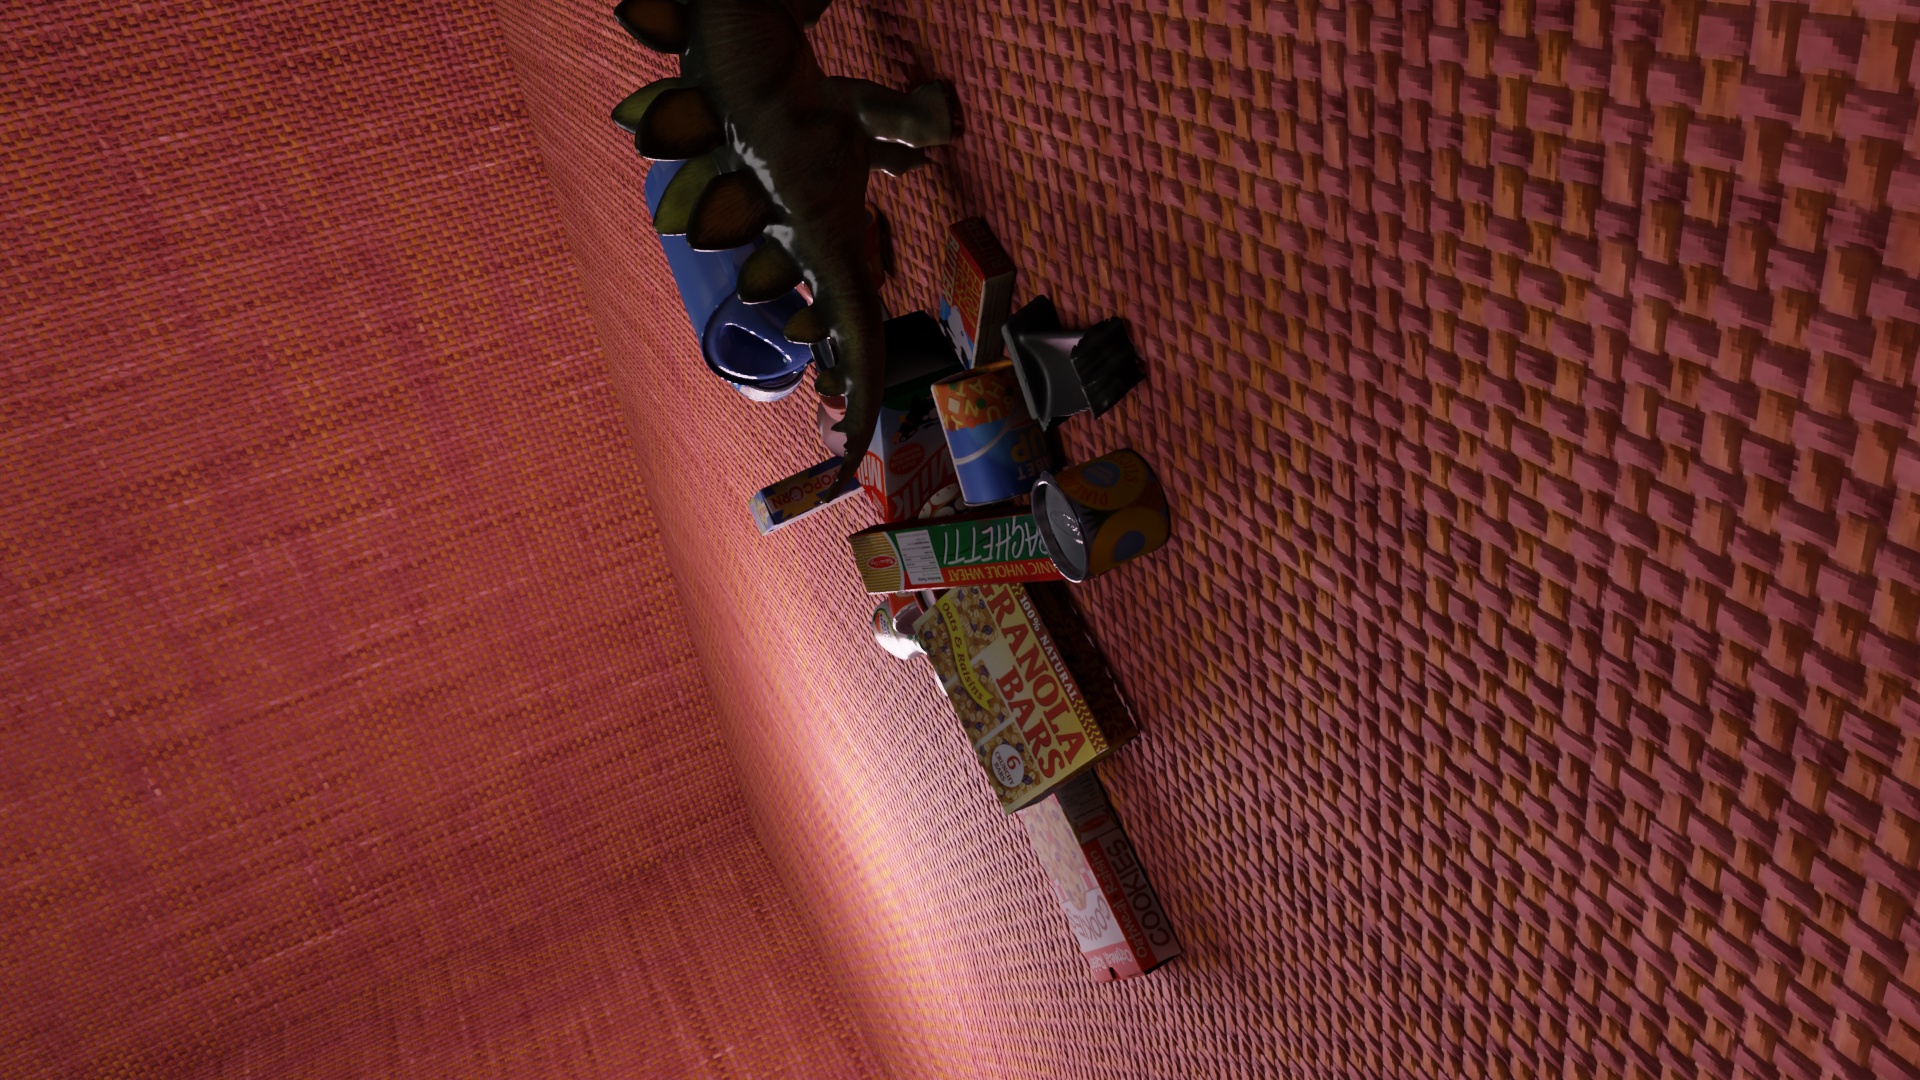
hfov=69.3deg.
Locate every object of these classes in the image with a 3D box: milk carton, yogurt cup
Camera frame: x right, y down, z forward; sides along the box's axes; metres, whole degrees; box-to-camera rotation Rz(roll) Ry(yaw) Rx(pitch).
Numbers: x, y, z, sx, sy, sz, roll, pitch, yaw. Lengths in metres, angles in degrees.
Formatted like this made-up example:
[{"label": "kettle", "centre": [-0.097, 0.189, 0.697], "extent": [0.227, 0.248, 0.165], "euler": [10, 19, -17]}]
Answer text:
[{"label": "milk carton", "centre": [-0.043, -0.081, 1.103], "extent": [0.072, 0.073, 0.189], "euler": [56, 159, 36]}, {"label": "yogurt cup", "centre": [-0.035, 0.046, 1.243], "extent": [0.072, 0.072, 0.054], "euler": [101, 152, -59]}]

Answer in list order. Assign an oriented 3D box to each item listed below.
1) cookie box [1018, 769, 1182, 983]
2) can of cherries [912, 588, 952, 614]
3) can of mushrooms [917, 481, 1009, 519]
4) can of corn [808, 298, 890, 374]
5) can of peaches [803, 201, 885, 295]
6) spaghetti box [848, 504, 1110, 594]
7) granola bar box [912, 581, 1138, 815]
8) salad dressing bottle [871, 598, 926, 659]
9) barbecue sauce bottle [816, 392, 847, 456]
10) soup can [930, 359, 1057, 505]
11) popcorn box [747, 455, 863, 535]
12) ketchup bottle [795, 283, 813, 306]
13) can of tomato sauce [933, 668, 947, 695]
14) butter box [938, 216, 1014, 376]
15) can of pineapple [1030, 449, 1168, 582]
[{"label": "cookie box", "centre": [0.105, 0.268, 1.118], "extent": [0.168, 0.040, 0.122], "euler": [64, 162, 15]}, {"label": "can of cherries", "centre": [-0.005, 0.034, 1.148], "extent": [0.072, 0.058, 0.071], "euler": [55, 158, 37]}, {"label": "can of mushrooms", "centre": [0.004, -0.013, 1.060], "extent": [0.033, 0.071, 0.070], "euler": [56, 158, 37]}, {"label": "can of corn", "centre": [-0.094, -0.171, 1.173], "extent": [0.071, 0.058, 0.070], "euler": [55, 158, 36]}, {"label": "can of peaches", "centre": [-0.094, -0.228, 1.094], "extent": [0.071, 0.071, 0.057], "euler": [52, 155, 42]}, {"label": "spaghetti box", "centre": [0.010, 0.006, 0.978], "extent": [0.249, 0.029, 0.050], "euler": [-6, 105, 49]}, {"label": "granola bar box", "centre": [0.045, 0.101, 1.026], "extent": [0.123, 0.039, 0.166], "euler": [-43, 66, 40]}, {"label": "salad dressing bottle", "centre": [-0.046, 0.087, 1.353], "extent": [0.147, 0.044, 0.064], "euler": [2, 111, 71]}, {"label": "barbecue sauce bottle", "centre": [-0.093, -0.109, 1.178], "extent": [0.148, 0.065, 0.044], "euler": [77, 178, -80]}, {"label": "soup can", "centre": [0.025, -0.074, 0.928], "extent": [0.071, 0.071, 0.083], "euler": [16, 125, 68]}, {"label": "popcorn box", "centre": [-0.133, -0.050, 1.315], "extent": [0.038, 0.127, 0.085], "euler": [65, 163, -2]}, {"label": "ketchup bottle", "centre": [-0.122, -0.238, 1.184], "extent": [0.148, 0.065, 0.044], "euler": [77, -173, -52]}, {"label": "can of tomato sauce", "centre": [0.019, 0.097, 1.141], "extent": [0.071, 0.071, 0.082], "euler": [65, 162, 12]}, {"label": "butter box", "centre": [0.010, -0.163, 0.935], "extent": [0.053, 0.024, 0.103], "euler": [59, 161, 26]}, {"label": "can of pineapple", "centre": [0.083, -0.017, 0.829], "extent": [0.071, 0.058, 0.070], "euler": [55, 158, 36]}]
